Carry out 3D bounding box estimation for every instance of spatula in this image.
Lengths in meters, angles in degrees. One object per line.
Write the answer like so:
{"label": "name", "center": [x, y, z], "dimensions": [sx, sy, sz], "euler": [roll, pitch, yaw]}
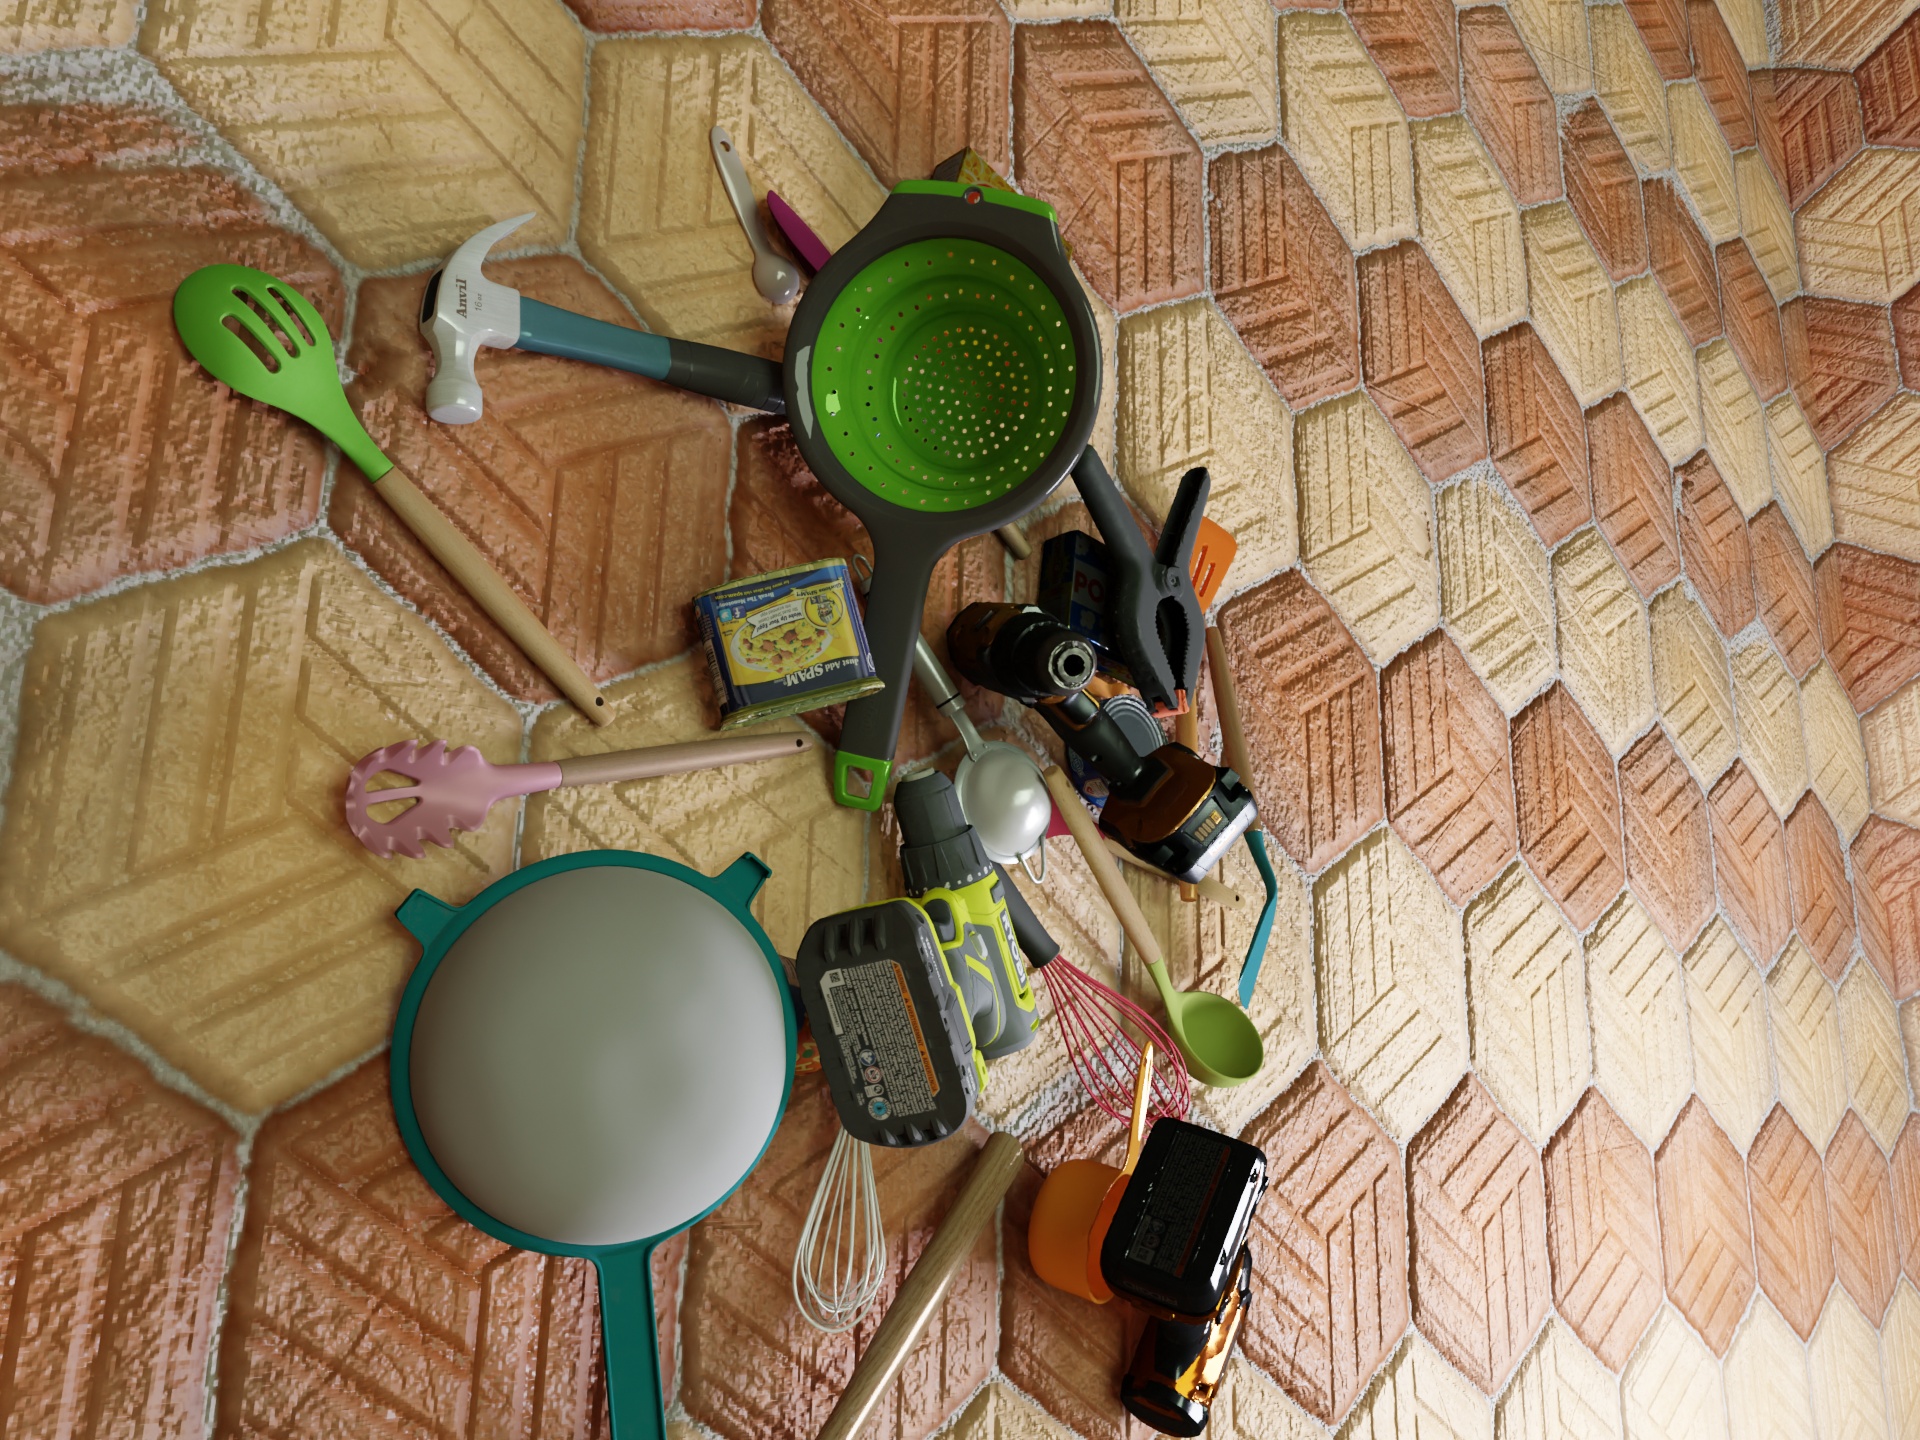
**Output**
{"label": "spatula", "center": [0.187, -0.013, 1.269], "dimensions": [0.081, 0.041, 0.323], "euler": [23, 60, -39]}
{"label": "spatula", "center": [0.219, 0.068, 1.275], "dimensions": [0.082, 0.044, 0.318], "euler": [56, 25, -63]}

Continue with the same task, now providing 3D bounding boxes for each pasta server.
{"label": "pasta server", "center": [-0.201, 0.028, 0.896], "dimensions": [0.316, 0.040, 0.060], "euler": [-7, 97, -46]}

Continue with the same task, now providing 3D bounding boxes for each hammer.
{"label": "hammer", "center": [-0.041, 0.371, 0.939], "dimensions": [0.331, 0.031, 0.130], "euler": [-49, 150, -48]}
{"label": "hammer", "center": [-0.174, -0.220, 0.988], "dimensions": [0.330, 0.033, 0.128], "euler": [5, 77, -44]}

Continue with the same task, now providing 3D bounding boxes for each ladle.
{"label": "ladle", "center": [0.139, 0.149, 1.139], "dimensions": [0.319, 0.062, 0.078], "euler": [60, 26, -31]}
{"label": "ladle", "center": [0.119, 0.095, 1.199], "dimensions": [0.315, 0.031, 0.069], "euler": [26, 65, -39]}

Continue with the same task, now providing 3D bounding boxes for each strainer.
{"label": "strainer", "center": [-0.166, 0.234, 0.795], "dimensions": [0.211, 0.095, 0.340], "euler": [-5, 87, -23]}
{"label": "strainer", "center": [-0.002, -0.003, 1.076], "dimensions": [0.087, 0.050, 0.258], "euler": [-35, 93, -40]}

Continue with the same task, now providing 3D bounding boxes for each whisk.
{"label": "whisk", "center": [-0.065, 0.242, 0.969], "dimensions": [0.059, 0.058, 0.246], "euler": [20, 61, -30]}
{"label": "whisk", "center": [0.071, 0.180, 1.111], "dimensions": [0.295, 0.073, 0.073], "euler": [53, 49, -13]}

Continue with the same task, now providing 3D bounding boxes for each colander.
{"label": "colander", "center": [-0.022, -0.139, 1.039], "dimensions": [0.094, 0.204, 0.397], "euler": [-18, 121, -78]}

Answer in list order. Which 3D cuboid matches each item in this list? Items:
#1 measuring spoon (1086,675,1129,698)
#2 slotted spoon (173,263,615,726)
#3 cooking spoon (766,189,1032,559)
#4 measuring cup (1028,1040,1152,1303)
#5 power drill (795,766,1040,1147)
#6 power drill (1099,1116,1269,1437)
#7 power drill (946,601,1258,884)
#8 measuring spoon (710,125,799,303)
{"label": "measuring spoon", "center": [0.090, -0.033, 1.210], "dimensions": [0.116, 0.011, 0.021], "euler": [20, 66, -40]}
{"label": "slotted spoon", "center": [-0.290, -0.113, 0.853], "dimensions": [0.313, 0.031, 0.070], "euler": [52, 49, -24]}
{"label": "cooking spoon", "center": [-0.040, -0.237, 1.126], "dimensions": [0.318, 0.017, 0.069], "euler": [52, 18, -24]}
{"label": "measuring cup", "center": [0.091, 0.299, 1.076], "dimensions": [0.095, 0.052, 0.174], "euler": [32, 67, -57]}
{"label": "power drill", "center": [-0.020, 0.138, 0.963], "dimensions": [0.228, 0.080, 0.190], "euler": [-36, 110, -73]}
{"label": "power drill", "center": [0.159, 0.366, 1.079], "dimensions": [0.164, 0.084, 0.226], "euler": [-58, 151, -37]}
{"label": "power drill", "center": [0.098, 0.009, 1.070], "dimensions": [0.226, 0.185, 0.084], "euler": [45, 83, -16]}
{"label": "measuring spoon", "center": [-0.137, -0.340, 1.063], "dimensions": [0.034, 0.018, 0.124], "euler": [-28, 99, -44]}
